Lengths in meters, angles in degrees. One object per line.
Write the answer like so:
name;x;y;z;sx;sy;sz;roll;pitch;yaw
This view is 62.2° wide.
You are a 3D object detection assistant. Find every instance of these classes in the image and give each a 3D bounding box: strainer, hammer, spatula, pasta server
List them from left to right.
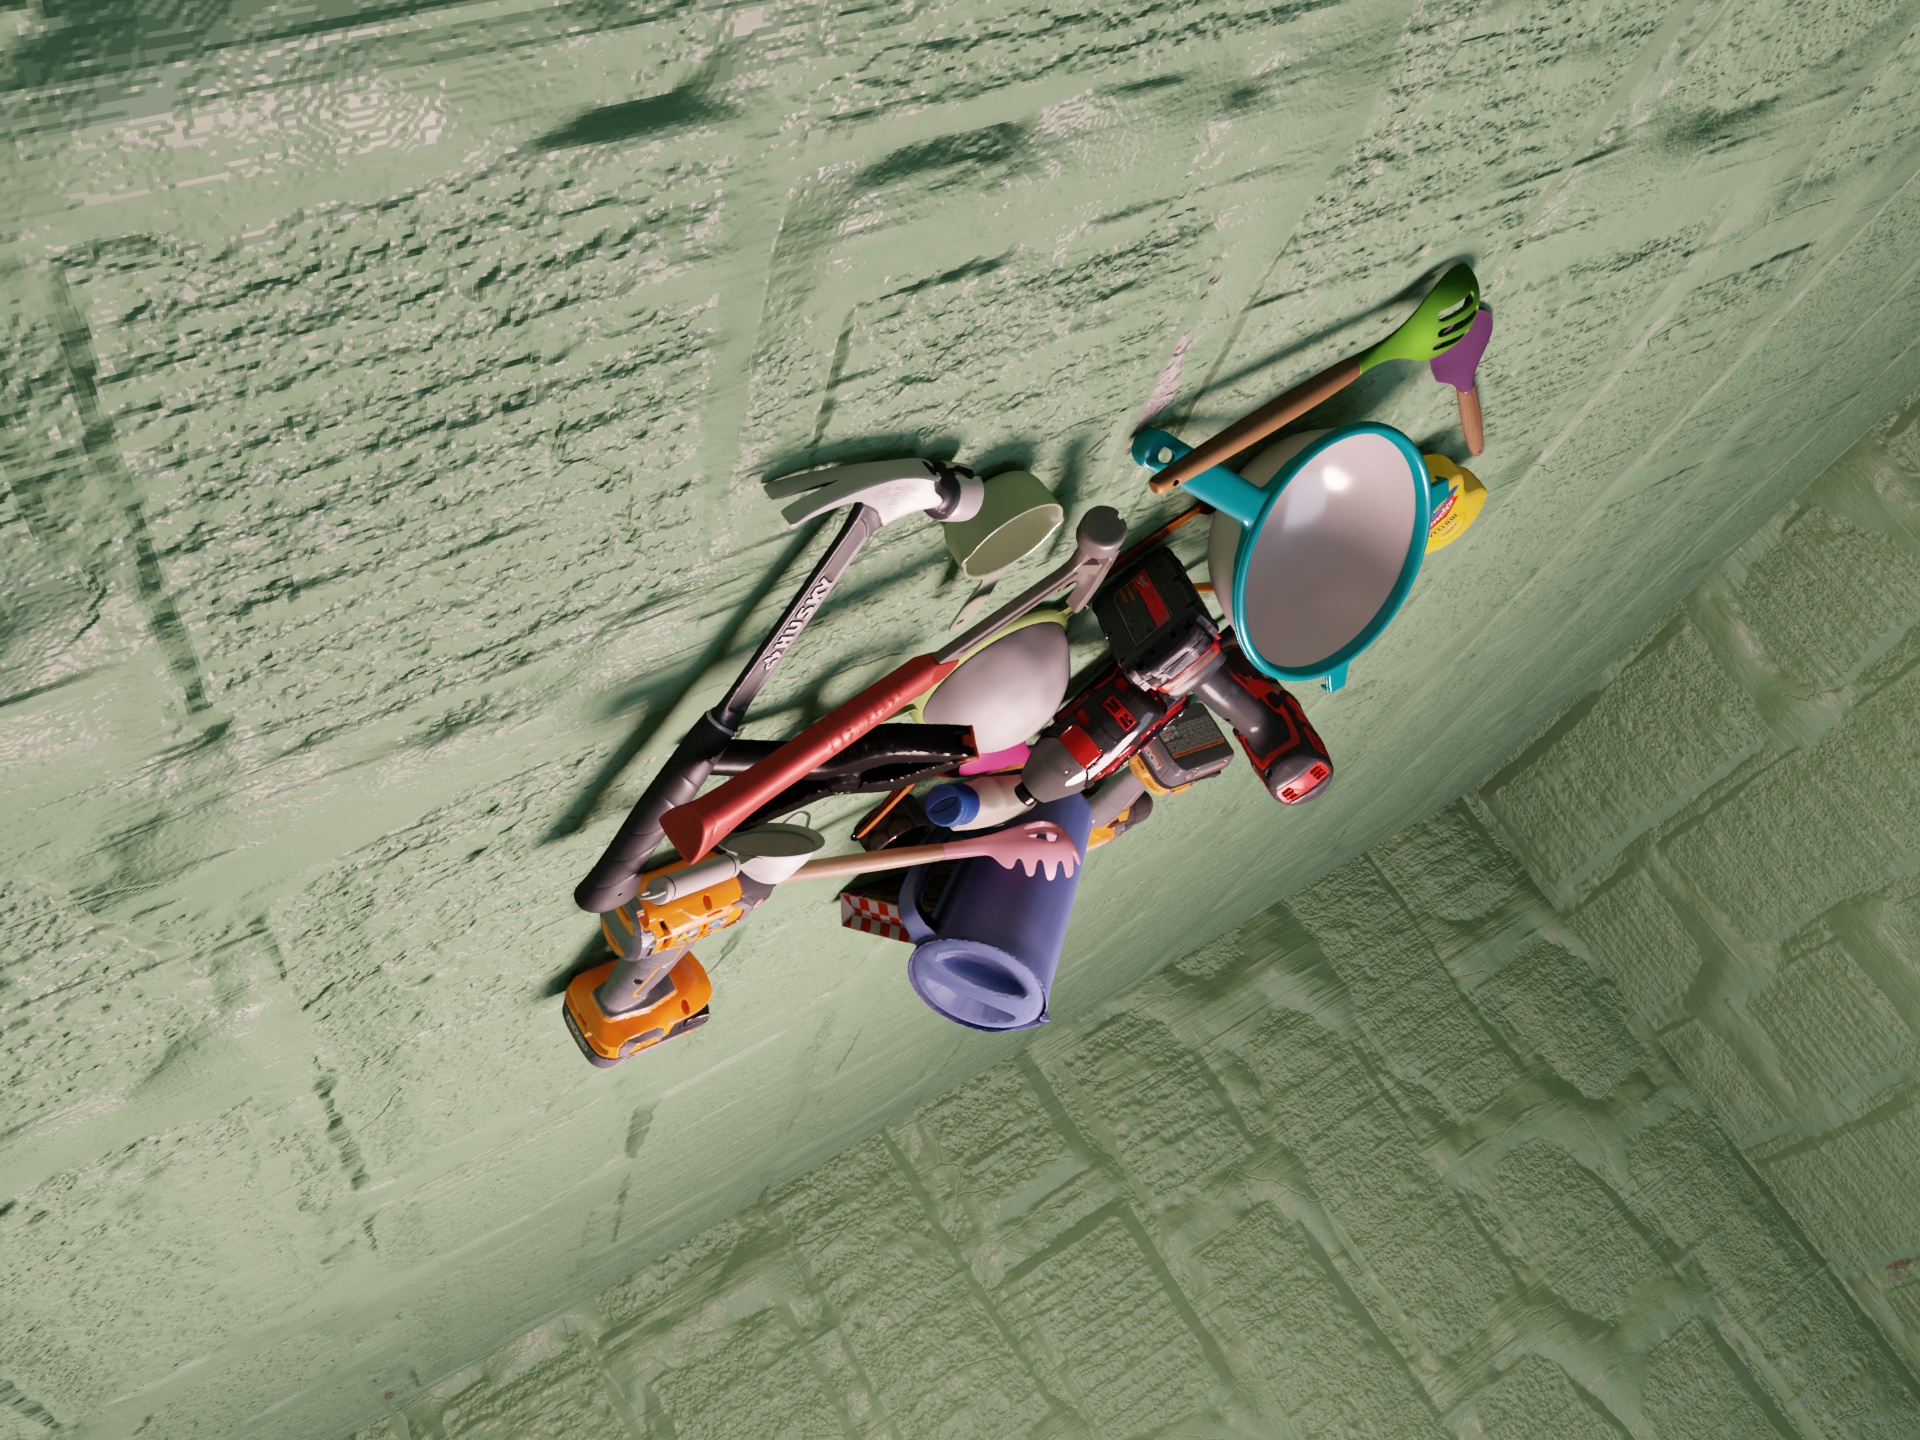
strainer;-0.173;0.110;1.191;0.087;0.050;0.258;7;-173;19
hammer;-0.146;-0.009;1.006;0.149;0.036;0.408;-7;144;-51
hammer;-0.042;-0.019;1.065;0.359;0.037;0.149;-35;172;-17
pasta server;-0.042;0.127;1.418;0.316;0.060;0.040;-7;126;-15
strainer;-0.002;-0.004;1.247;0.256;0.069;0.151;-22;159;-35
spatula;0.014;0.050;1.459;0.081;0.041;0.322;-45;159;29
strainer;0.222;-0.160;1.215;0.340;0.095;0.211;20;101;-42
spatula;0.438;-0.282;1.368;0.060;0.018;0.315;-38;160;11

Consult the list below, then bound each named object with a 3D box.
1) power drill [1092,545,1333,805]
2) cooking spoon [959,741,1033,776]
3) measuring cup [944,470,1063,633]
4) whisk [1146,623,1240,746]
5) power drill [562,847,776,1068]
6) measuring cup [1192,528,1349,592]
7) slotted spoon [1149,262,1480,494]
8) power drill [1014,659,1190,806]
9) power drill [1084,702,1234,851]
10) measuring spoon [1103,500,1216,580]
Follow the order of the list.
power drill;0.211;-0.045;1.325;0.080;0.188;0.226;-40;125;17
cooking spoon;0.072;0.033;1.480;0.068;0.017;0.318;-46;163;14
measuring cup;0.012;-0.110;1.065;0.083;0.038;0.167;-26;166;-27
whisk;0.226;-0.052;1.532;0.296;0.073;0.073;-36;162;-8
power drill;-0.236;0.188;1.328;0.164;0.084;0.226;-19;153;-39
measuring cup;0.259;-0.143;1.363;0.173;0.095;0.052;-8;113;-6
slotted spoon;0.258;-0.236;1.121;0.314;0.031;0.070;-32;143;-17
power drill;0.121;0.008;1.372;0.143;0.078;0.219;-43;176;16
power drill;0.200;0.071;1.765;0.185;0.084;0.226;-14;158;-46
measuring spoon;0.157;-0.141;1.260;0.117;0.011;0.021;-35;161;4
